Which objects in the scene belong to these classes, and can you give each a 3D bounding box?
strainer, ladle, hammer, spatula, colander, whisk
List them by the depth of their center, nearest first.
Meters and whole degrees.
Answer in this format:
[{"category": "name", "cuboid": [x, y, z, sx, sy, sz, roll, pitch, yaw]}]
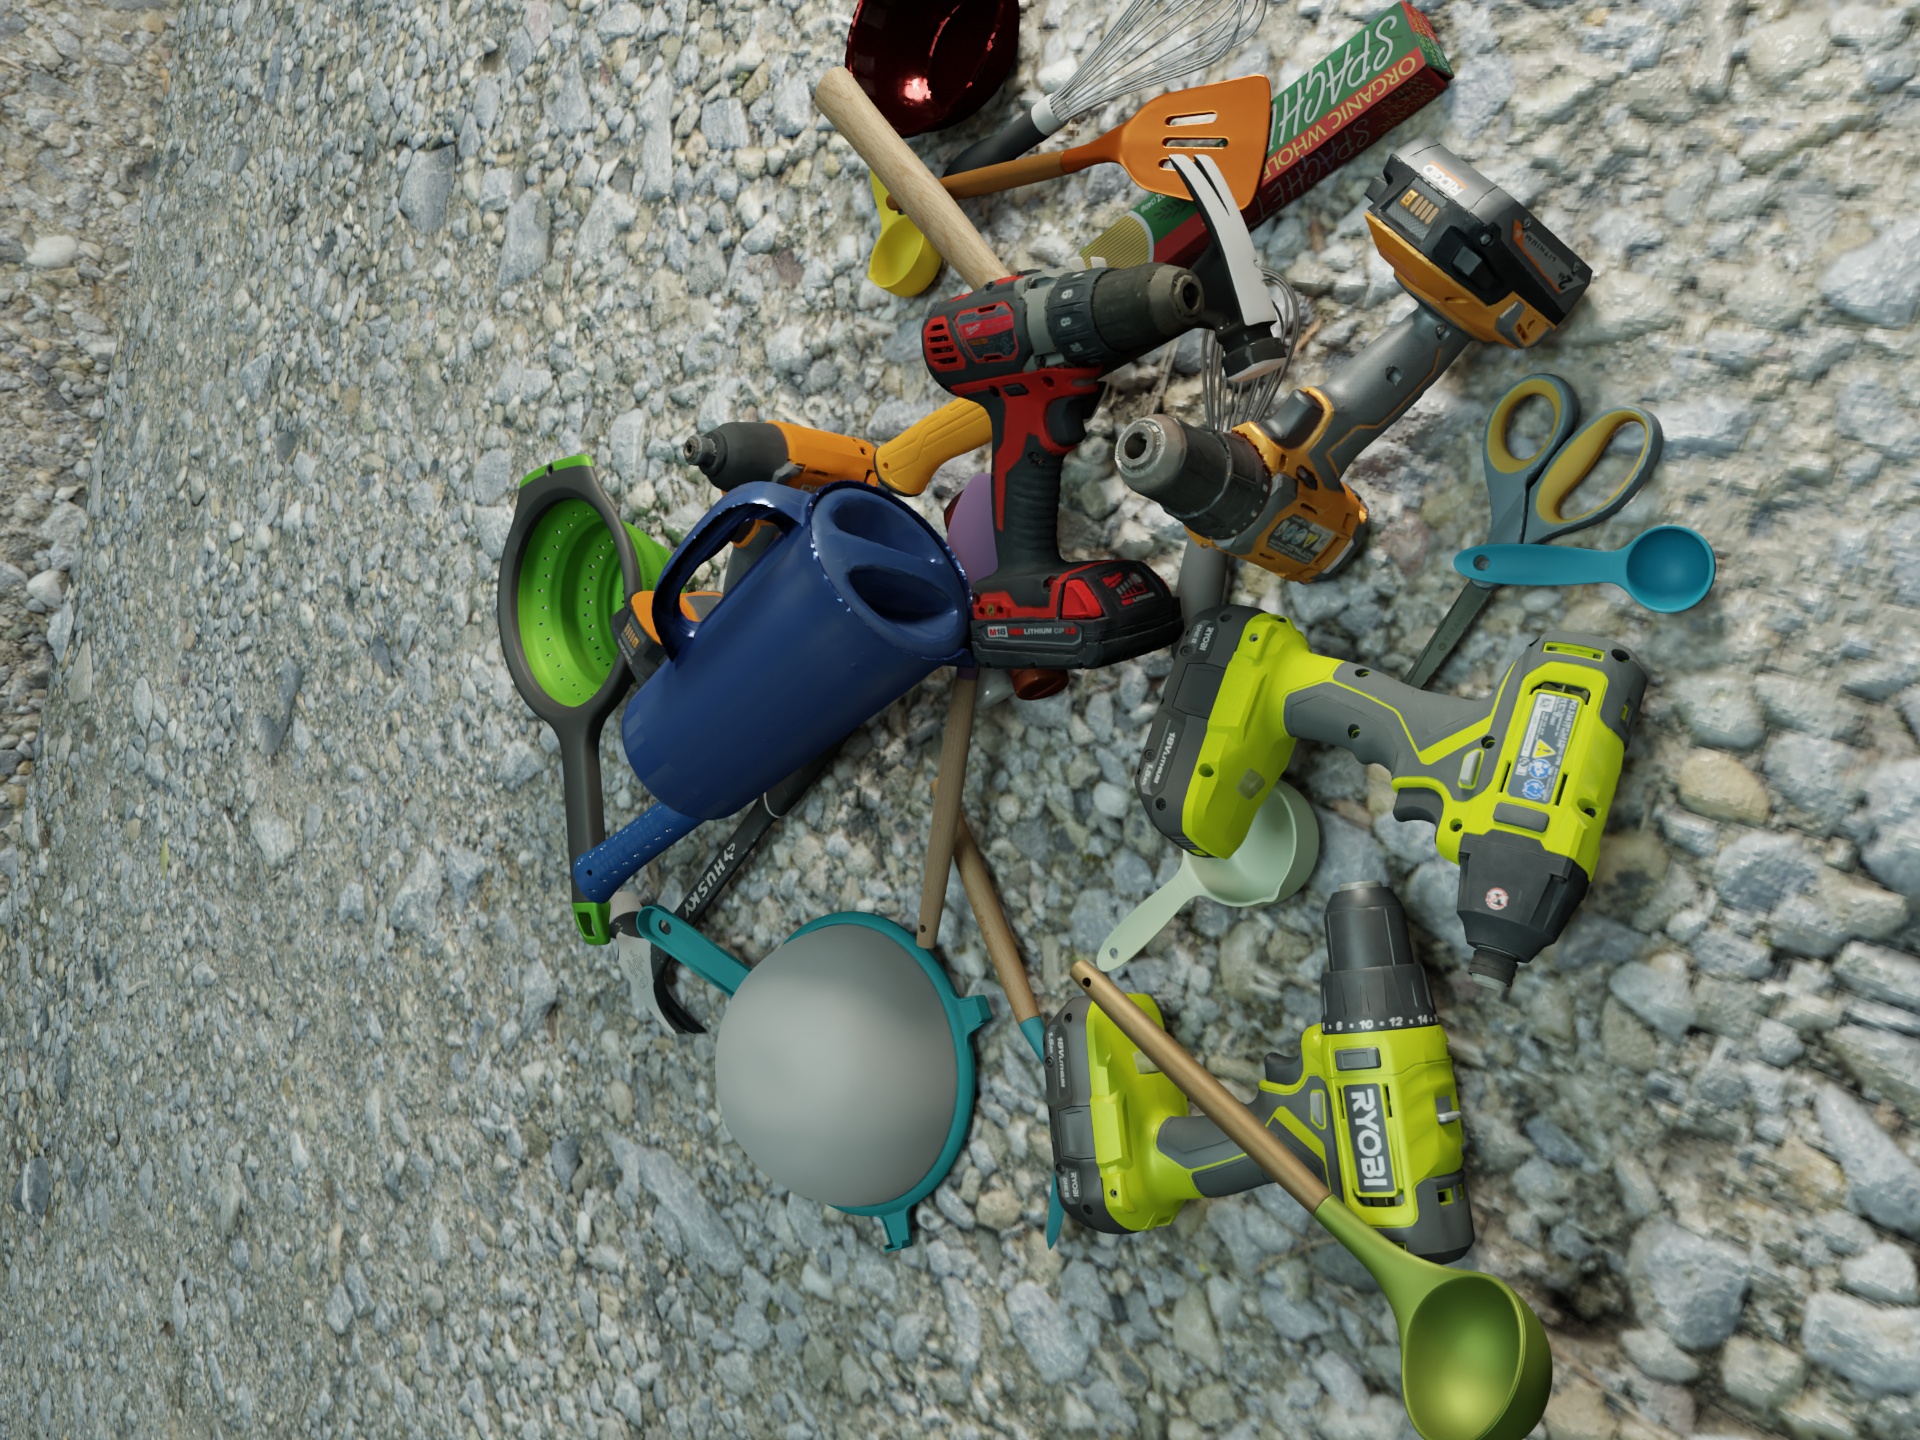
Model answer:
[{"category": "ladle", "cuboid": [0.155, 0.222, 0.789, 0.320, 0.062, 0.078, 42, 106, 36]}, {"category": "whisk", "cuboid": [0.157, -0.146, 0.940, 0.055, 0.055, 0.239, 18, 102, 44]}, {"category": "hammer", "cuboid": [0.050, -0.218, 0.987, 0.337, 0.034, 0.127, -19, 90, 49]}, {"category": "spatula", "cuboid": [0.026, 0.173, 1.021, 0.082, 0.044, 0.318, 96, 156, -58]}, {"category": "spatula", "cuboid": [0.060, -0.357, 1.036, 0.323, 0.041, 0.081, 10, 92, 49]}, {"category": "whisk", "cuboid": [0.081, -0.412, 1.040, 0.284, 0.070, 0.070, -20, 71, 46]}, {"category": "spatula", "cuboid": [-0.002, -0.003, 1.041, 0.060, 0.018, 0.316, 15, 101, 37]}, {"category": "hammer", "cuboid": [-0.004, -0.327, 1.067, 0.331, 0.031, 0.130, 55, 137, 22]}, {"category": "strainer", "cuboid": [-0.145, 0.215, 1.122, 0.341, 0.095, 0.211, 27, 104, 35]}, {"category": "hammer", "cuboid": [-0.145, 0.018, 1.155, 0.405, 0.035, 0.144, -34, 78, 27]}, {"category": "hammer", "cuboid": [-0.150, 0.076, 1.213, 0.408, 0.036, 0.149, -51, 54, 27]}, {"category": "colander", "cuboid": [-0.288, -0.016, 1.324, 0.204, 0.094, 0.397, -7, 86, 44]}]

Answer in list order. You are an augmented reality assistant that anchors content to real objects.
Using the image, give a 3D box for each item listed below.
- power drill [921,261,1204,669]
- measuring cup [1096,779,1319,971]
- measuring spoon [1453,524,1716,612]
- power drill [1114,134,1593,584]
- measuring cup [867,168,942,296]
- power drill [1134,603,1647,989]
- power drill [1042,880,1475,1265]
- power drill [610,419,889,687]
[{"category": "power drill", "cuboid": [0.069, -0.147, 0.916, 0.188, 0.080, 0.226, 2, 105, 46]}, {"category": "measuring cup", "cuboid": [0.142, 0.096, 0.926, 0.167, 0.038, 0.083, -48, 55, 31]}, {"category": "measuring spoon", "cuboid": [0.310, -0.077, 0.791, 0.129, 0.021, 0.042, 8, 101, 41]}, {"category": "power drill", "cuboid": [0.192, -0.178, 0.813, 0.226, 0.185, 0.084, -51, 52, 23]}, {"category": "measuring cup", "cuboid": [-0.045, -0.377, 1.184, 0.062, 0.029, 0.157, -34, 50, 33]}, {"category": "power drill", "cuboid": [0.210, 0.029, 0.805, 0.223, 0.080, 0.171, 14, 78, 36]}, {"category": "power drill", "cuboid": [0.159, 0.195, 0.870, 0.228, 0.080, 0.191, -15, 76, 39]}, {"category": "power drill", "cuboid": [-0.168, -0.122, 1.169, 0.226, 0.164, 0.084, -54, 53, 27]}]
